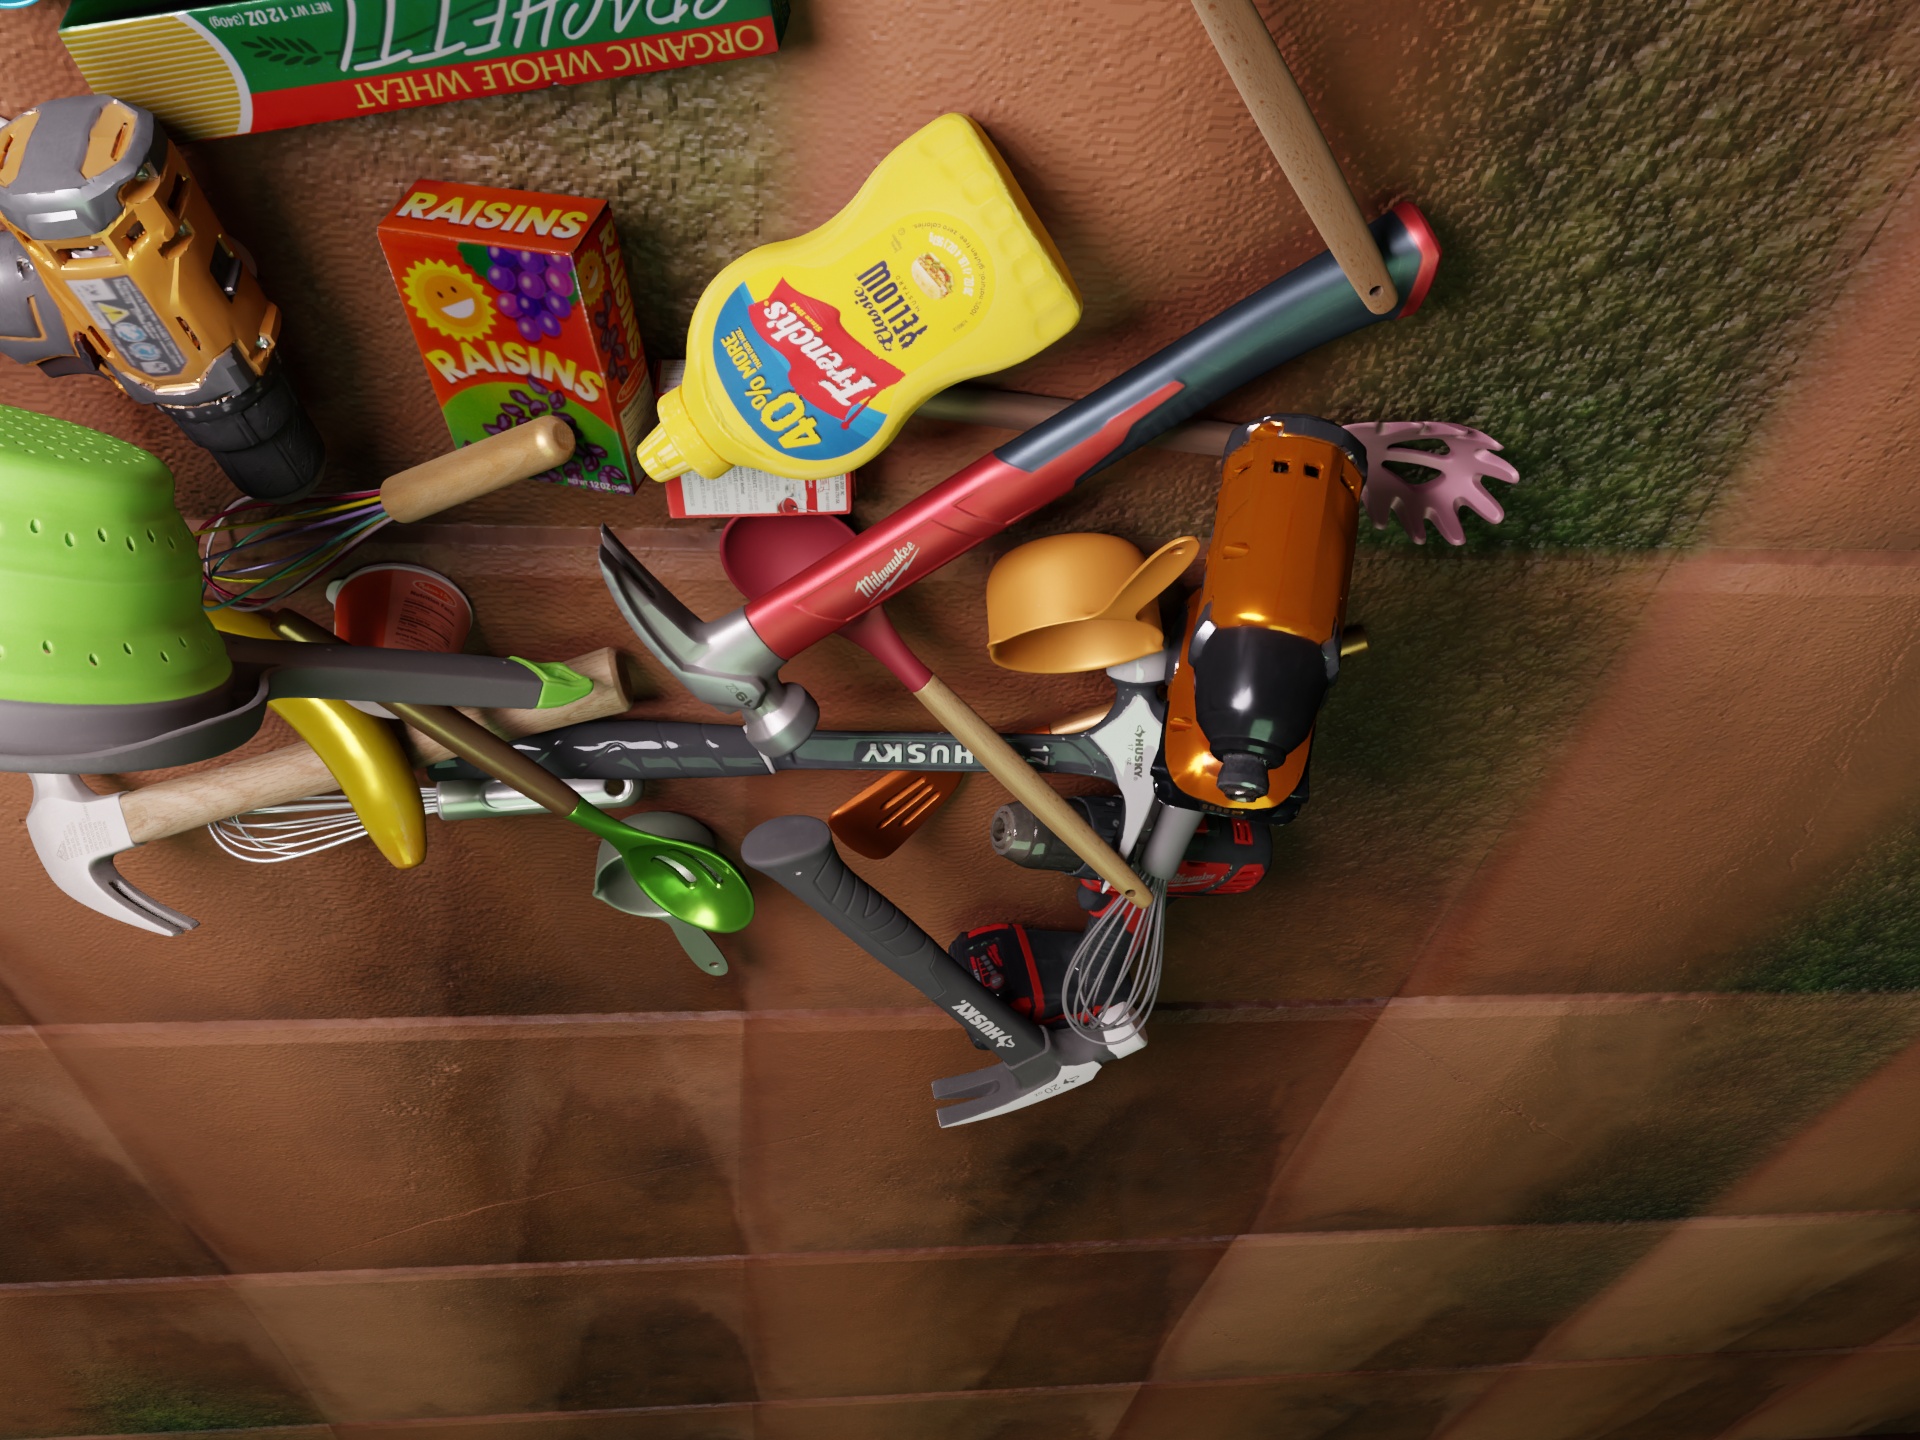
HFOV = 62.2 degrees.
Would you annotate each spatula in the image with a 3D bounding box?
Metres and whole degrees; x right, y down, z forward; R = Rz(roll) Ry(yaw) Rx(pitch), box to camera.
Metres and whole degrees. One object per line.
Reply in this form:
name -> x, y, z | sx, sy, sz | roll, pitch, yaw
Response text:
spatula -> 0.090, -0.263, 0.560 | 0.082, 0.044, 0.317 | -25, 135, 22
spatula -> 0.079, 0.010, 0.919 | 0.322, 0.041, 0.081 | -18, 152, 13

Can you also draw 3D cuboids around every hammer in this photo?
hammer -> 0.025, -0.123, 0.706 | 0.386, 0.038, 0.143 | -30, 127, 15
hammer -> -0.022, 0.151, 0.948 | 0.146, 0.035, 0.334 | -29, 135, 15
hammer -> -0.336, 0.024, 0.851 | 0.331, 0.130, 0.031 | -15, -175, 3
hammer -> -0.090, 0.021, 0.883 | 0.409, 0.036, 0.149 | 0, 108, 0

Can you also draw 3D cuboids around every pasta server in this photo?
pasta server -> 0.109, -0.132, 0.748 | 0.316, 0.040, 0.060 | 5, 124, -12

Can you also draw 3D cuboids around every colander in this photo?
colander -> -0.298, -0.058, 0.629 | 0.397, 0.205, 0.094 | 3, 108, -54

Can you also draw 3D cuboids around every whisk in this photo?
whisk -> -0.268, -0.093, 0.708 | 0.245, 0.051, 0.047 | -13, 128, 30
whisk -> -0.307, 0.046, 0.916 | 0.246, 0.058, 0.059 | -4, 176, -9
whisk -> 0.116, 0.086, 0.917 | 0.055, 0.055, 0.239 | 12, 112, -20

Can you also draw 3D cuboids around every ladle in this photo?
ladle -> -0.001, -0.003, 0.830 | 0.069, 0.031, 0.315 | -34, 113, 29

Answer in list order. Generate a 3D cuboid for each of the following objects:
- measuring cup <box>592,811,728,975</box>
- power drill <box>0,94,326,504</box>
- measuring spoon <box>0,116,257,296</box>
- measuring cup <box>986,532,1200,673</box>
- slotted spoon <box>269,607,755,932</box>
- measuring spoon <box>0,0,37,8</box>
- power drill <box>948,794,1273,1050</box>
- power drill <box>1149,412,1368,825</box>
measuring cup -> -0.179, 0.113, 1.023 | 0.083, 0.038, 0.167 | -10, 143, 6
power drill -> -0.379, -0.145, 0.623 | 0.226, 0.084, 0.185 | -5, 149, 3
measuring spoon -> -0.338, -0.200, 0.621 | 0.034, 0.018, 0.124 | -34, 134, 31
measuring cup -> 0.070, -0.073, 0.766 | 0.095, 0.052, 0.173 | 0, 162, -19
slotted spoon -> -0.221, 0.031, 0.829 | 0.070, 0.031, 0.313 | -19, 138, 33
measuring spoon -> -0.285, -0.272, 0.545 | 0.128, 0.021, 0.042 | -9, 141, -11
power drill -> 0.071, 0.123, 1.022 | 0.187, 0.080, 0.226 | 7, 138, -28
power drill -> 0.137, -0.021, 0.747 | 0.084, 0.164, 0.226 | 10, 163, 8
